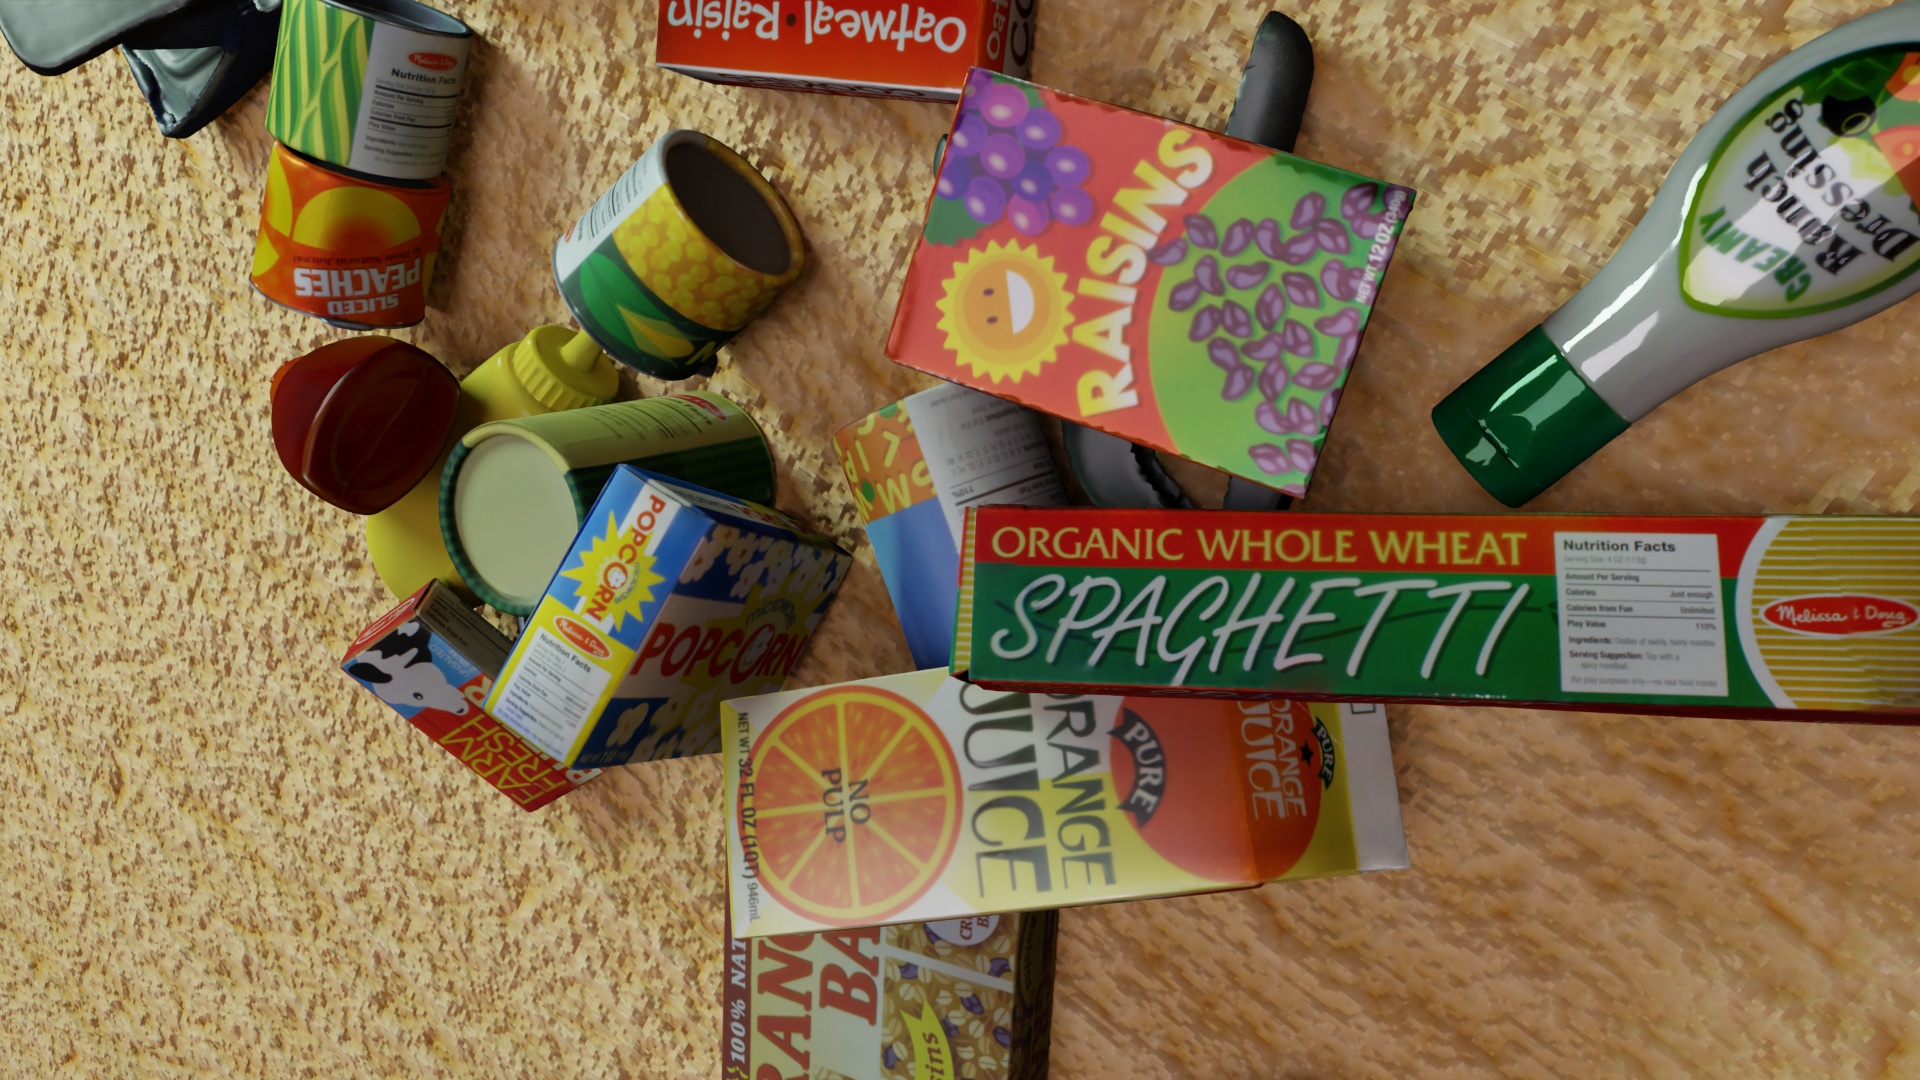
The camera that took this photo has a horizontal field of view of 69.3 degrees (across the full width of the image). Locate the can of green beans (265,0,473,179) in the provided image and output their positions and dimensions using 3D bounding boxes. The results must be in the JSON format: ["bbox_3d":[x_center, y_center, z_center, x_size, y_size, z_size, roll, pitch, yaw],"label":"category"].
[{"bbox_3d":[-0.228,-0.178,0.535,0.071,0.071,0.057,29,113,20],"label":"can of green beans"}]

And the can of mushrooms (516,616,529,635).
[{"bbox_3d":[-0.138,0.031,0.549,0.071,0.033,0.071,5,102,26],"label":"can of mushrooms"}]

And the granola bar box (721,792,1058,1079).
[{"bbox_3d":[-0.029,0.165,0.515,0.124,0.039,0.165,9,104,26],"label":"granola bar box"}]

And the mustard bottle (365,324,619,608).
[{"bbox_3d":[-0.175,-0.036,0.546,0.159,0.049,0.065,-44,74,27],"label":"mustard bottle"}]

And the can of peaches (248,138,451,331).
[{"bbox_3d":[-0.241,-0.122,0.552,0.071,0.071,0.057,29,111,20],"label":"can of peaches"}]

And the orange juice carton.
[{"bbox_3d":[0.032,0.074,0.420,0.192,0.073,0.072,-9,74,12],"label":"orange juice carton"}]

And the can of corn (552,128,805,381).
[{"bbox_3d":[-0.095,-0.097,0.483,0.058,0.071,0.071,-35,83,28],"label":"can of corn"}]

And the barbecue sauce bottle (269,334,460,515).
[{"bbox_3d":[-0.242,-0.051,0.546,0.148,0.043,0.065,17,73,55],"label":"barbecue sauce bottle"}]

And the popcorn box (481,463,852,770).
[{"bbox_3d":[-0.090,0.027,0.458,0.038,0.126,0.085,30,92,15],"label":"popcorn box"}]

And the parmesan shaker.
[{"bbox_3d":[-0.124,-0.016,0.492,0.071,0.103,0.071,6,103,27],"label":"parmesan shaker"}]

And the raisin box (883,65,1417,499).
[{"bbox_3d":[0.051,-0.072,0.383,0.123,0.040,0.086,20,102,13],"label":"raisin box"}]

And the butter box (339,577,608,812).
[{"bbox_3d":[-0.192,0.065,0.561,0.053,0.024,0.103,-29,118,28],"label":"butter box"}]

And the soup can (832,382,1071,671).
[{"bbox_3d":[0.002,-0.006,0.451,0.071,0.071,0.083,-21,90,29],"label":"soup can"}]

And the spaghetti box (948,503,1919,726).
[{"bbox_3d":[0.123,0.018,0.361,0.250,0.028,0.050,1,76,9],"label":"spaghetti box"}]

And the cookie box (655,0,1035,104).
[{"bbox_3d":[-0.031,-0.228,0.438,0.123,0.040,0.167,13,105,25],"label":"cookie box"}]

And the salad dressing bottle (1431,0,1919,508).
[{"bbox_3d":[0.190,-0.066,0.351,0.147,0.044,0.064,-43,81,28],"label":"salad dressing bottle"}]
